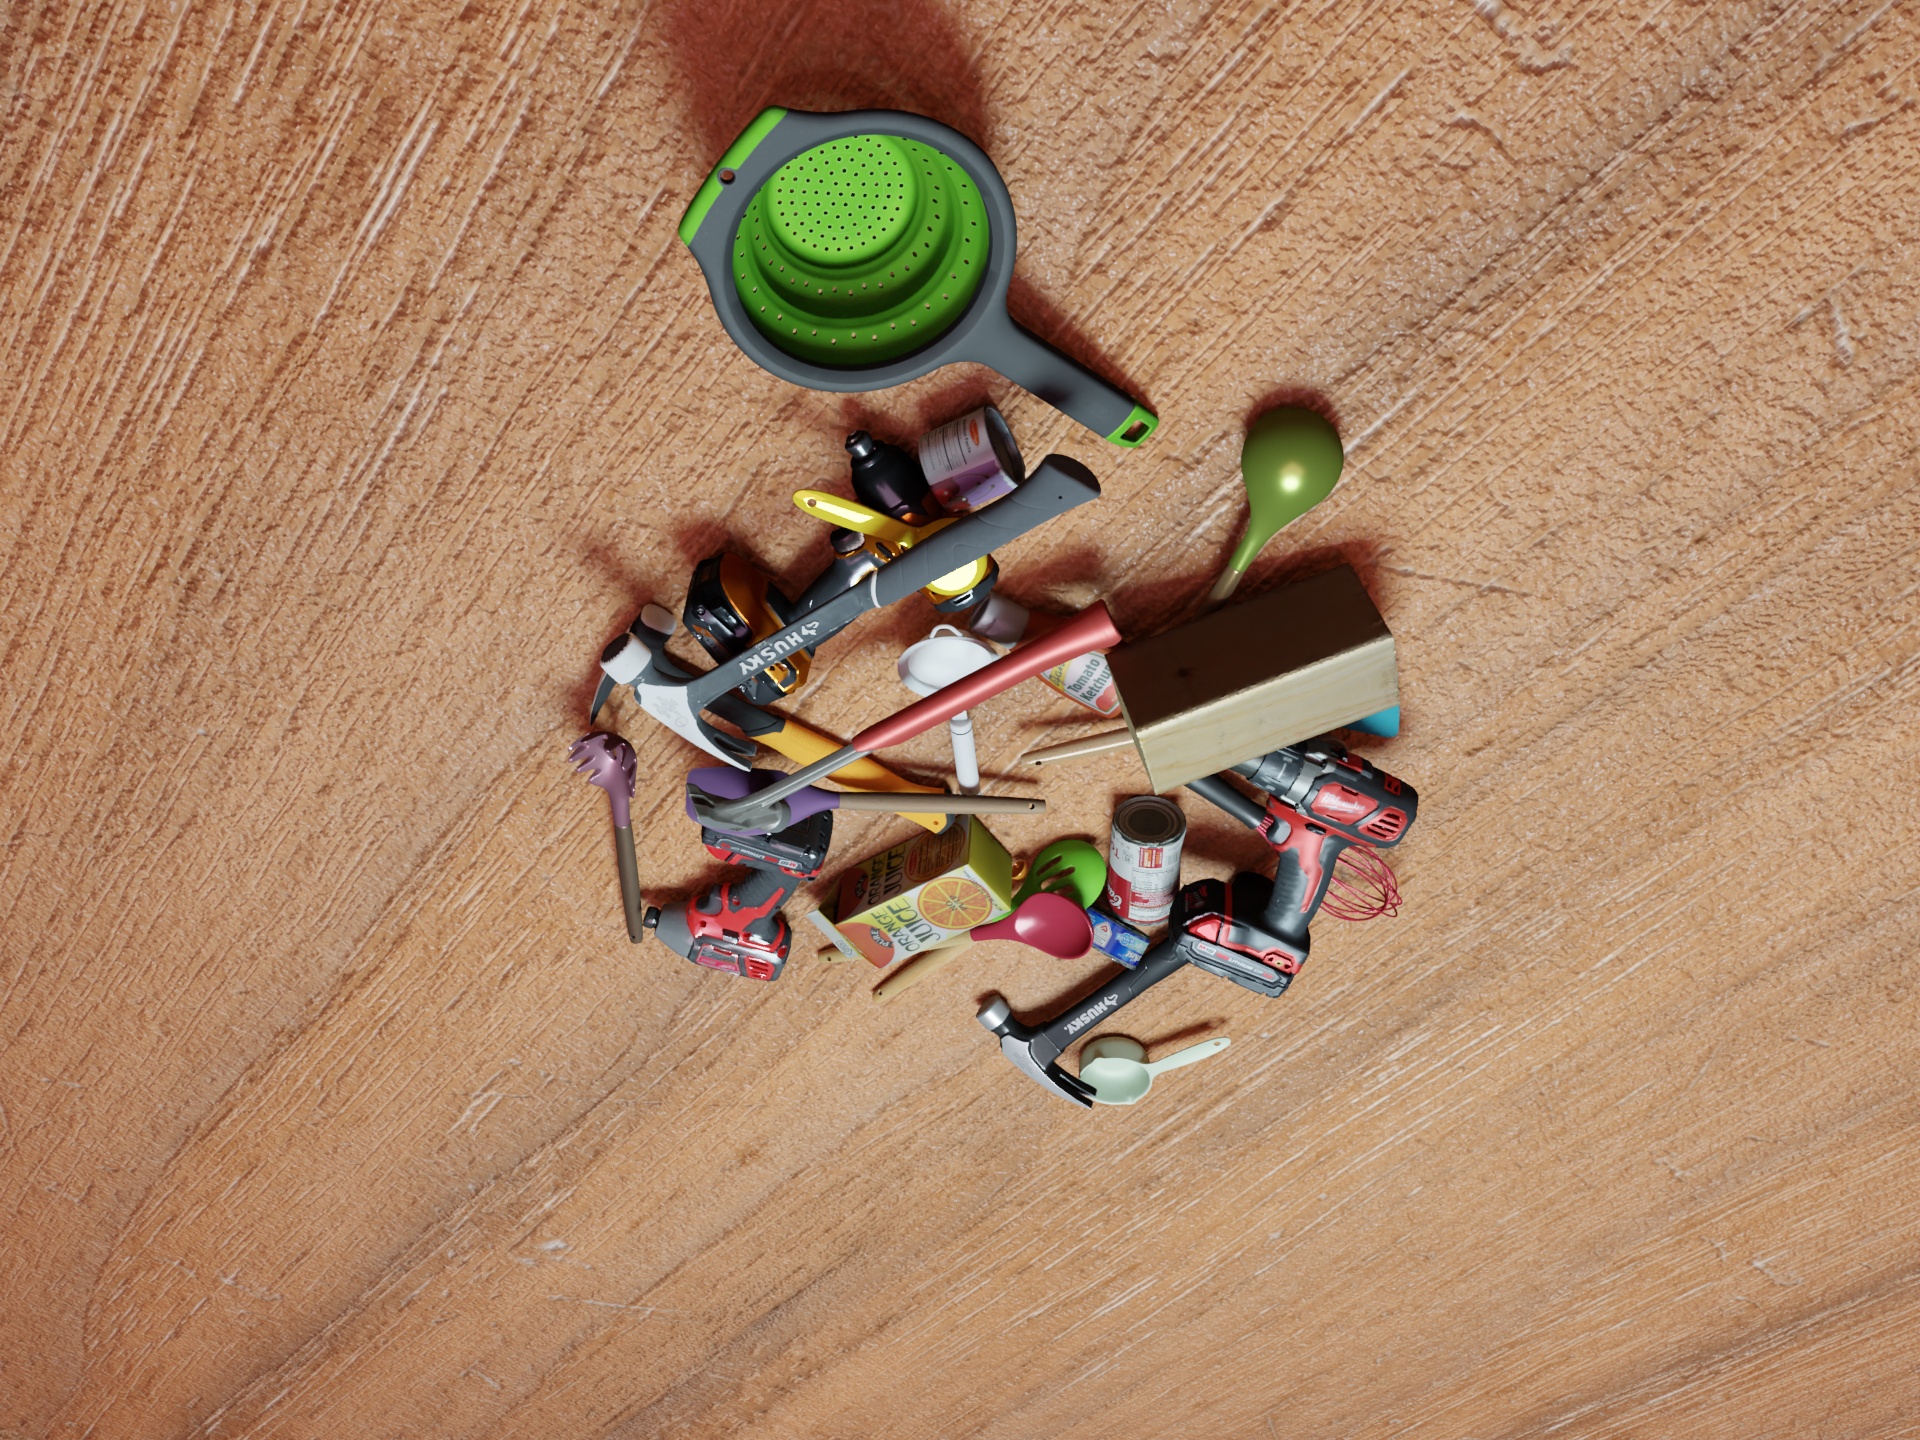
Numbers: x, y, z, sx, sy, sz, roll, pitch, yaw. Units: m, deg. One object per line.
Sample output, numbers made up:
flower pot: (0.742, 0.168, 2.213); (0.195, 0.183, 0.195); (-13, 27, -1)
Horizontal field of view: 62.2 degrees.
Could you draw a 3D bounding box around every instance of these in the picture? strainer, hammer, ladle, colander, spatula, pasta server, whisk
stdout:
strainer: (-0.002, -0.004, 1.359); (0.087, 0.050, 0.258); (-4, 137, 4)
hammer: (0.178, 0.253, 1.547); (0.334, 0.035, 0.146); (-40, 96, 26)
hammer: (-0.075, -0.085, 1.188); (0.409, 0.036, 0.149); (-27, 123, 25)
ladle: (-0.009, 0.207, 1.503); (0.315, 0.031, 0.069); (-13, 104, 32)
colander: (-0.012, -0.302, 1.104); (0.396, 0.095, 0.204); (23, 125, -37)
hammer: (-0.155, 0.021, 1.398); (0.336, 0.034, 0.127); (28, 125, -18)
ladle: (0.209, -0.113, 1.270); (0.078, 0.062, 0.320); (15, 135, -12)
spatula: (0.207, 0.006, 1.346); (0.317, 0.044, 0.082); (-13, 130, 6)
spatula: (-0.081, 0.073, 1.394); (0.316, 0.018, 0.060); (1, 91, -7)
hammer: (-0.041, -0.002, 1.267); (0.359, 0.037, 0.149); (-27, 164, 12)
pasta server: (-0.312, 0.115, 1.460); (0.060, 0.040, 0.316); (18, 138, 11)
whisk: (0.279, 0.097, 1.419); (0.295, 0.073, 0.073); (33, 124, -15)

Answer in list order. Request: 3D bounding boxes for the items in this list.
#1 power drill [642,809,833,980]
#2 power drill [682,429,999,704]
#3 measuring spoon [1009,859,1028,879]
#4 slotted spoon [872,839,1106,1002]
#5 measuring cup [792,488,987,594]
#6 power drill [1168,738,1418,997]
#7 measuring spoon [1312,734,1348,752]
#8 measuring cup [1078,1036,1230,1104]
power drill: (-0.209, 0.153, 1.484); (0.143, 0.079, 0.219); (17, 131, -10)
power drill: (-0.105, -0.123, 1.251); (0.226, 0.084, 0.164); (-27, 122, 18)
measuring spoon: (0.024, 0.163, 1.504); (0.011, 0.021, 0.117); (37, 129, -23)
slotted spoon: (0.017, 0.204, 1.530); (0.031, 0.070, 0.313); (5, 146, -47)
measuring cup: (-0.052, -0.136, 1.180); (0.156, 0.029, 0.062); (18, 121, -20)
power drill: (0.256, 0.109, 1.355); (0.188, 0.080, 0.226); (24, 118, -4)
measuring spoon: (0.275, 0.014, 1.382); (0.124, 0.018, 0.034); (13, 129, 2)
measuring cup: (0.199, 0.344, 1.637); (0.167, 0.038, 0.083); (-24, 124, 19)
